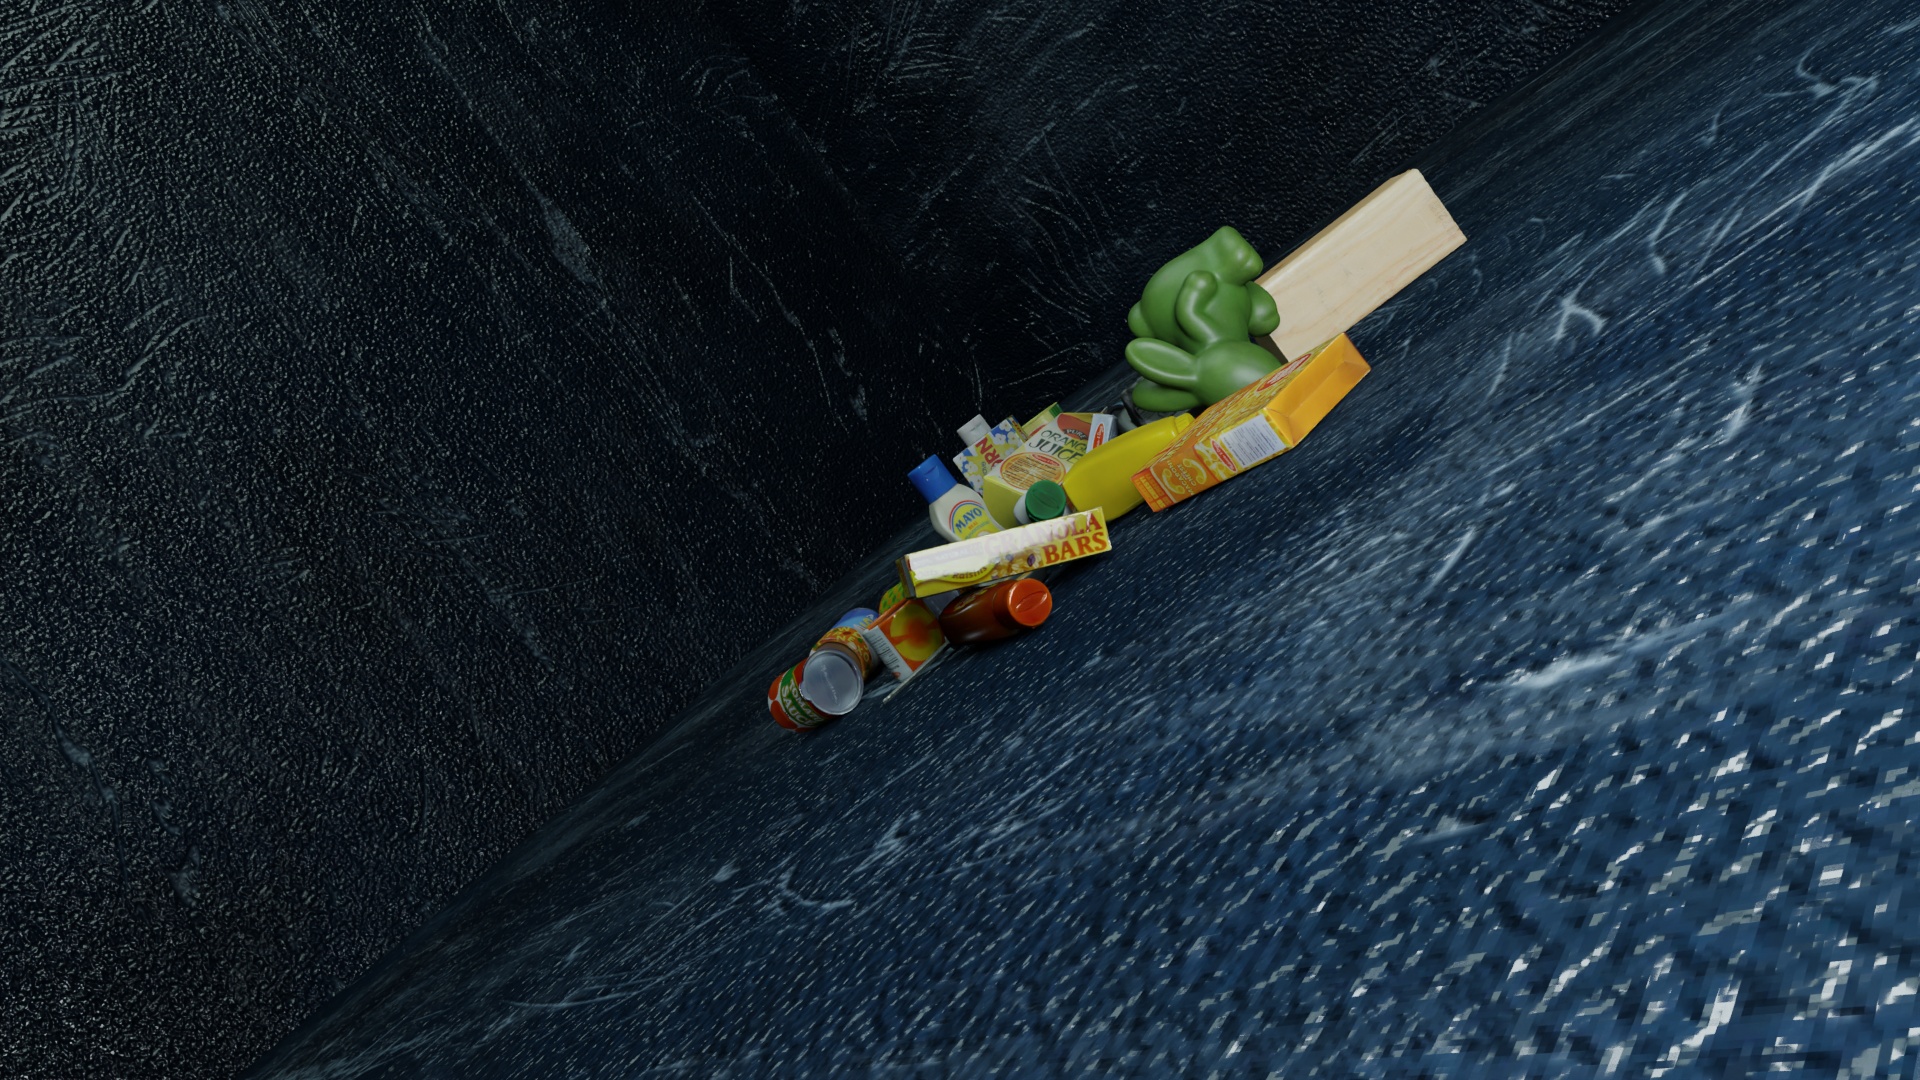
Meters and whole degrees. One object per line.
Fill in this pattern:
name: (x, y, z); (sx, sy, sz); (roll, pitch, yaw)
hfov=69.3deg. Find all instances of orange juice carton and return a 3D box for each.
orange juice carton: (0.106, -0.074, 1.493); (0.194, 0.073, 0.071); (-41, -35, -40)

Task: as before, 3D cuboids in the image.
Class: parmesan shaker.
parmesan shaker: (0.121, -0.109, 1.716); (0.071, 0.103, 0.071); (-37, 4, 3)

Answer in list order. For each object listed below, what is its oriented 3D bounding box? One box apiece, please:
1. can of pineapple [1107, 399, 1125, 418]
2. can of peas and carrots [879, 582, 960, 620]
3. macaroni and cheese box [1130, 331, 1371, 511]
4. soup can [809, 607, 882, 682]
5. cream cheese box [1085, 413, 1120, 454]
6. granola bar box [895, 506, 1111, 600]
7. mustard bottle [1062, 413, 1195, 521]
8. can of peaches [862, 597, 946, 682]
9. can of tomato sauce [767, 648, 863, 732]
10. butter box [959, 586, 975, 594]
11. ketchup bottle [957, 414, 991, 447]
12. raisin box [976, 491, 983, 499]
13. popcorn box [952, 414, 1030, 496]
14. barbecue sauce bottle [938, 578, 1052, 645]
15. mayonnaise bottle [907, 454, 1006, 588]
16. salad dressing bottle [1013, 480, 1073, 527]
can of pineapple: (0.207, -0.141, 1.588); (0.058, 0.071, 0.070); (-39, 4, -33)
can of peas and carrots: (-0.040, 0.067, 1.410); (0.071, 0.071, 0.058); (-41, 5, -41)
macaroni and cheese box: (0.227, -0.090, 1.102); (0.124, 0.040, 0.166); (-40, 6, -34)
soup can: (-0.114, 0.118, 1.485); (0.071, 0.071, 0.084); (-35, 5, 26)
cream cheese box: (0.160, -0.099, 1.446); (0.104, 0.024, 0.053); (7, -86, -67)
granola bar box: (0.033, 0.013, 1.167); (0.166, 0.039, 0.124); (-14, -1, -7)
mustard bottle: (0.172, -0.074, 1.251); (0.160, 0.065, 0.049); (-29, 11, 23)
can of peaches: (-0.048, 0.089, 1.304); (0.071, 0.058, 0.071); (-38, 4, 3)
can of tomato sauce: (-0.146, 0.151, 1.379); (0.071, 0.071, 0.082); (-41, 5, -39)
butter box: (-0.020, 0.052, 1.489); (0.104, 0.053, 0.024); (-41, 7, -39)
ketchup bottle: (0.054, -0.086, 1.715); (0.065, 0.149, 0.043); (-38, 3, -9)
raisin box: (0.021, -0.006, 1.549); (0.040, 0.086, 0.123); (-43, 5, -10)
popcorn box: (0.062, -0.073, 1.651); (0.085, 0.126, 0.038); (-36, 0, 20)
barbecue sauce bottle: (0.031, 0.056, 1.113); (0.065, 0.043, 0.148); (-29, 2, -18)
mayonnaise bottle: (0.005, -0.017, 1.394); (0.065, 0.148, 0.041); (-39, 4, -14)
salad dressing bottle: (0.080, -0.025, 1.307); (0.044, 0.064, 0.147); (-55, -8, -5)
